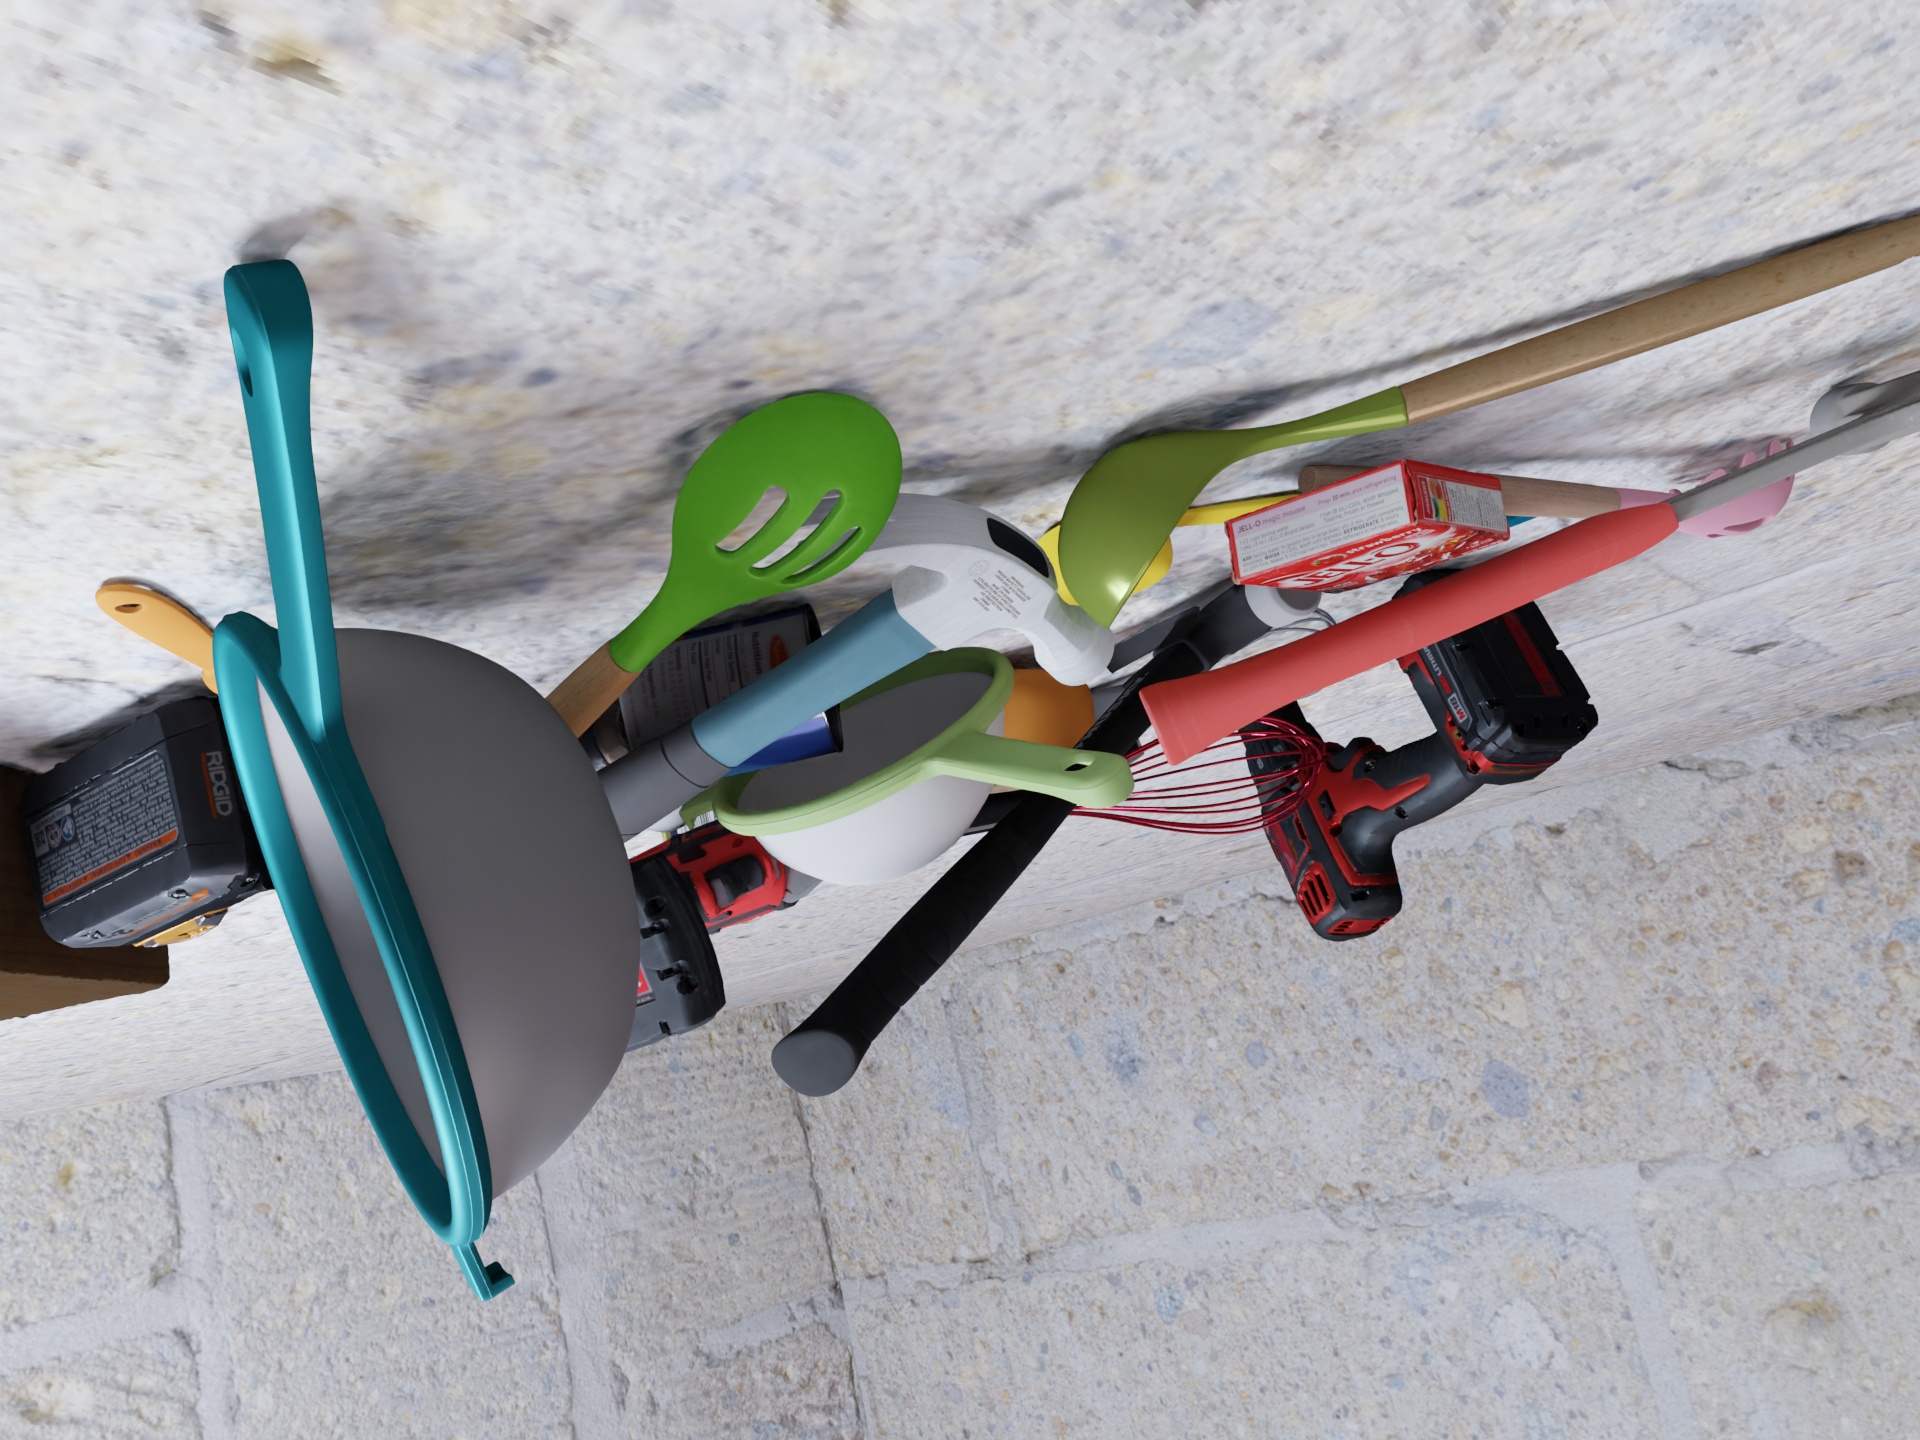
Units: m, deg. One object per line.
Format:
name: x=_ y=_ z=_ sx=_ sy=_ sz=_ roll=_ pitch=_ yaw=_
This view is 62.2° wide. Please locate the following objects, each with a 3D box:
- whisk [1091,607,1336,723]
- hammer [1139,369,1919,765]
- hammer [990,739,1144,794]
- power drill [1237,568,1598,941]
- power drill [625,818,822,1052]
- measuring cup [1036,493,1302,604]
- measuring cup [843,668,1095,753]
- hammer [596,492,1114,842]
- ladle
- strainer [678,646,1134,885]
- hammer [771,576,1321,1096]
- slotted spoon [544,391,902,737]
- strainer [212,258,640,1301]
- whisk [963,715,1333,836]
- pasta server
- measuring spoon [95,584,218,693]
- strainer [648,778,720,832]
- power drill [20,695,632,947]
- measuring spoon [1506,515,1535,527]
whisk: x=0.129 y=-0.020 z=0.944 sx=0.055 sy=0.055 sz=0.239 roll=-2 pitch=168 yaw=-43
hammer: x=0.248 y=-0.065 z=0.662 sx=0.359 sy=0.036 sz=0.149 roll=-23 pitch=-176 yaw=5
hammer: x=-0.010 y=0.056 z=1.132 sx=0.331 sy=0.031 sz=0.130 roll=-18 pitch=-177 yaw=41
power drill: x=0.250 y=0.004 z=0.954 sx=0.080 sy=0.188 sz=0.226 roll=-1 pitch=145 yaw=-28
power drill: x=-0.140 y=0.095 z=0.804 sx=0.143 sy=0.078 sz=0.219 roll=-21 pitch=-176 yaw=17
measuring cup: x=0.109 y=-0.076 z=0.686 sx=0.156 sy=0.029 sz=0.062 roll=-9 pitch=168 yaw=-14
measuring cup: x=-0.001 y=-0.003 z=0.853 sx=0.173 sy=0.052 sz=0.095 roll=4 pitch=172 yaw=-39
hammer: x=-0.108 y=0.016 z=0.638 sx=0.331 sy=0.033 sz=0.128 roll=-31 pitch=135 yaw=20
ladle: x=0.186 y=-0.108 z=0.562 sx=0.320 sy=0.062 sz=0.078 roll=-18 pitch=-176 yaw=9
strainer: x=-0.004 y=0.034 z=0.691 sx=0.151 sy=0.069 sz=0.256 roll=-36 pitch=-157 yaw=-27
hammer: x=0.034 y=0.045 z=0.743 sx=0.335 sy=0.035 sz=0.146 roll=-45 pitch=-171 yaw=-28
slotted spoon: x=-0.132 y=-0.009 z=0.570 sx=0.070 sy=0.031 sz=0.313 roll=21 pitch=136 yaw=-38
strainer: x=-0.152 y=0.010 z=0.480 sx=0.095 sy=0.211 sz=0.340 roll=-20 pitch=144 yaw=-30
whisk: x=0.073 y=0.046 z=0.947 sx=0.296 sy=0.073 sz=0.073 roll=-10 pitch=169 yaw=6
pasta server: x=0.279 y=-0.109 z=0.734 sx=0.316 sy=0.040 sz=0.060 roll=-1 pitch=164 yaw=-29
measuring spoon: x=-0.274 y=-0.026 z=0.559 sx=0.021 sy=0.011 sz=0.117 roll=-11 pitch=168 yaw=-8
strainer: x=-0.106 y=0.025 z=0.917 sx=0.258 sy=0.050 sz=0.087 roll=-12 pitch=-176 yaw=-20
power drill: x=-0.259 y=0.035 z=0.708 sx=0.185 sy=0.084 sz=0.226 roll=-22 pitch=169 yaw=28
measuring spoon: x=0.249 y=-0.100 z=0.775 sx=0.128 sy=0.021 sz=0.042 roll=-19 pitch=170 yaw=-16
